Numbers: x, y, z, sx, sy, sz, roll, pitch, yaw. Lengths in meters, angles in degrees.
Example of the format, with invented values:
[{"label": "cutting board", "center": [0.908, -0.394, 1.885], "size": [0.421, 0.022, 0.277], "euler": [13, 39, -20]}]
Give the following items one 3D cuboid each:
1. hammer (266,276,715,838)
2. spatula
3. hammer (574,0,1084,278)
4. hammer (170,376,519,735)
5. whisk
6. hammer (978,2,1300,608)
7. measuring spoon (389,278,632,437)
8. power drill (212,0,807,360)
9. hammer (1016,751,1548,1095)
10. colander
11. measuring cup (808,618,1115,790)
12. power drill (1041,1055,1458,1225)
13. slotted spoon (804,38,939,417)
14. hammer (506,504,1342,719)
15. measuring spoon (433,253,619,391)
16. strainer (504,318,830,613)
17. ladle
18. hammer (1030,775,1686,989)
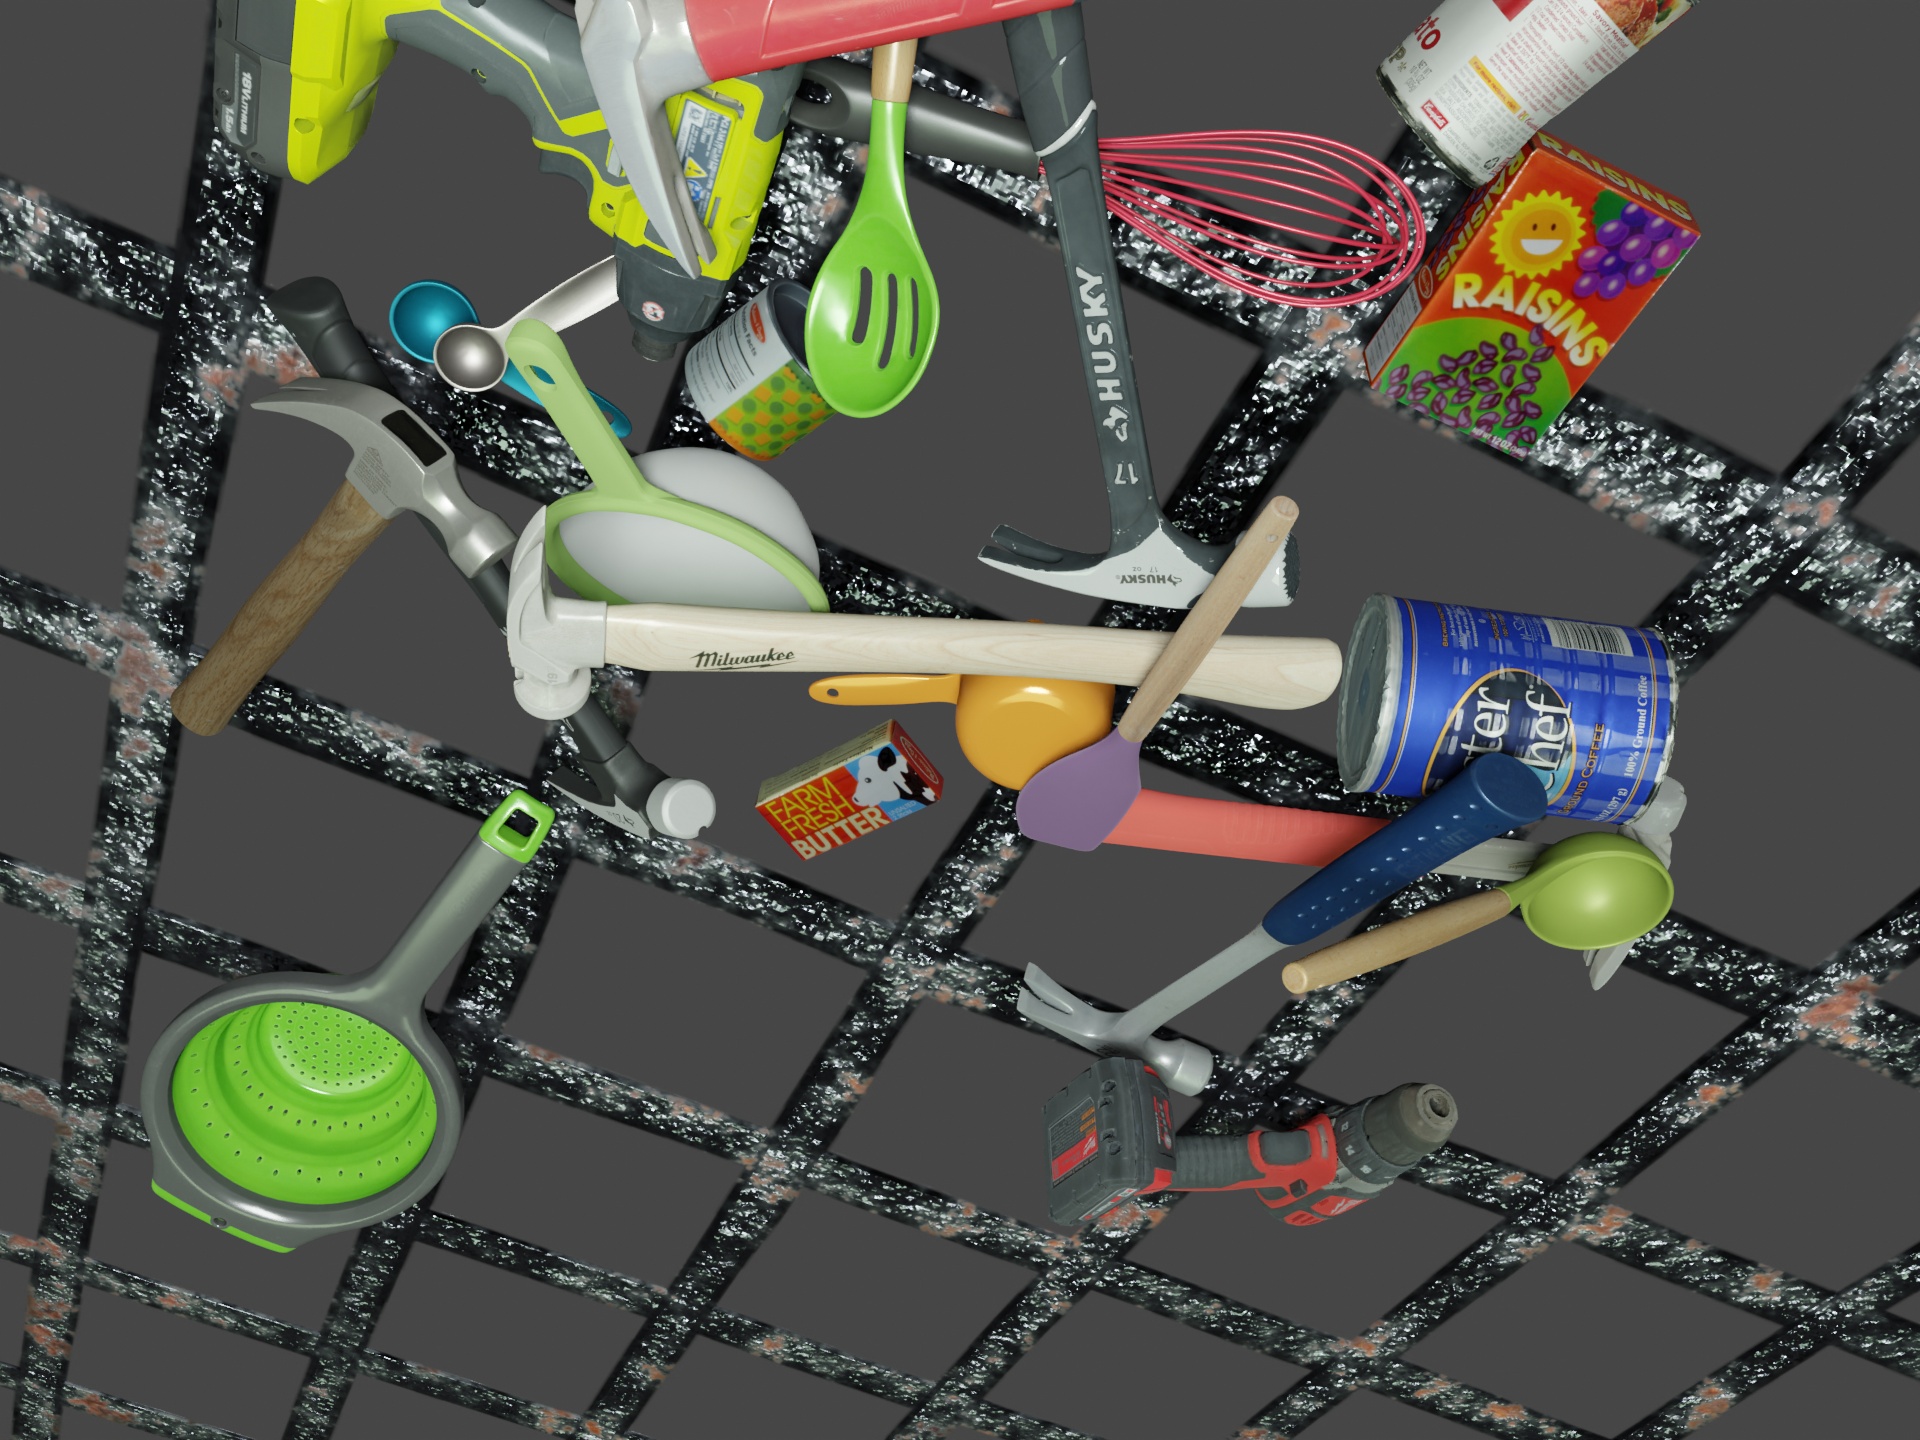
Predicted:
[{"label": "hammer", "center": [-0.252, -0.078, 0.839], "size": [0.146, 0.035, 0.334], "euler": [6, 131, 54]}, {"label": "spatula", "center": [0.091, -0.009, 0.784], "size": [0.059, 0.018, 0.315], "euler": [15, 146, -9]}, {"label": "hammer", "center": [0.050, -0.260, 0.565], "size": [0.386, 0.038, 0.143], "euler": [-6, 124, 15]}, {"label": "hammer", "center": [-0.356, -0.070, 0.845], "size": [0.331, 0.031, 0.130], "euler": [-30, 103, 42]}, {"label": "whisk", "center": [0.055, -0.240, 0.686], "size": [0.296, 0.073, 0.073], "euler": [16, 129, 3]}, {"label": "hammer", "center": [0.042, -0.221, 0.649], "size": [0.149, 0.036, 0.408], "euler": [2, 128, 25]}, {"label": "measuring spoon", "center": [-0.222, -0.180, 0.797], "size": [0.128, 0.021, 0.042], "euler": [28, 119, -25]}, {"label": "power drill", "center": [-0.191, -0.259, 0.681], "size": [0.223, 0.080, 0.171], "euler": [22, 132, -7]}, {"label": "hammer", "center": [0.170, 0.120, 0.895], "size": [0.144, 0.035, 0.405], "euler": [25, 144, -11]}, {"label": "colander", "center": [-0.388, 0.182, 1.069], "size": [0.204, 0.095, 0.397], "euler": [35, 107, -18]}, {"label": "measuring cup", "center": [-0.001, -0.003, 0.879], "size": [0.173, 0.052, 0.095], "euler": [0, 128, 5]}, {"label": "power drill", "center": [0.183, 0.269, 1.012], "size": [0.226, 0.080, 0.187], "euler": [9, 147, -18]}, {"label": "slotted spoon", "center": [-0.024, -0.279, 0.646], "size": [0.070, 0.031, 0.313], "euler": [22, 120, 27]}, {"label": "hammer", "center": [-0.007, -0.040, 0.771], "size": [0.410, 0.038, 0.146], "euler": [2, 155, -12]}, {"label": "measuring spoon", "center": [-0.197, -0.198, 0.766], "size": [0.124, 0.018, 0.034], "euler": [-27, 126, 5]}, {"label": "strainer", "center": [-0.143, -0.119, 0.761], "size": [0.151, 0.069, 0.256], "euler": [8, 154, 18]}, {"label": "ladle", "center": [0.255, 0.103, 0.770], "size": [0.320, 0.062, 0.078], "euler": [-7, 147, -46]}, {"label": "hammer", "center": [0.220, 0.077, 0.924], "size": [0.359, 0.037, 0.149], "euler": [6, 129, 2]}]
